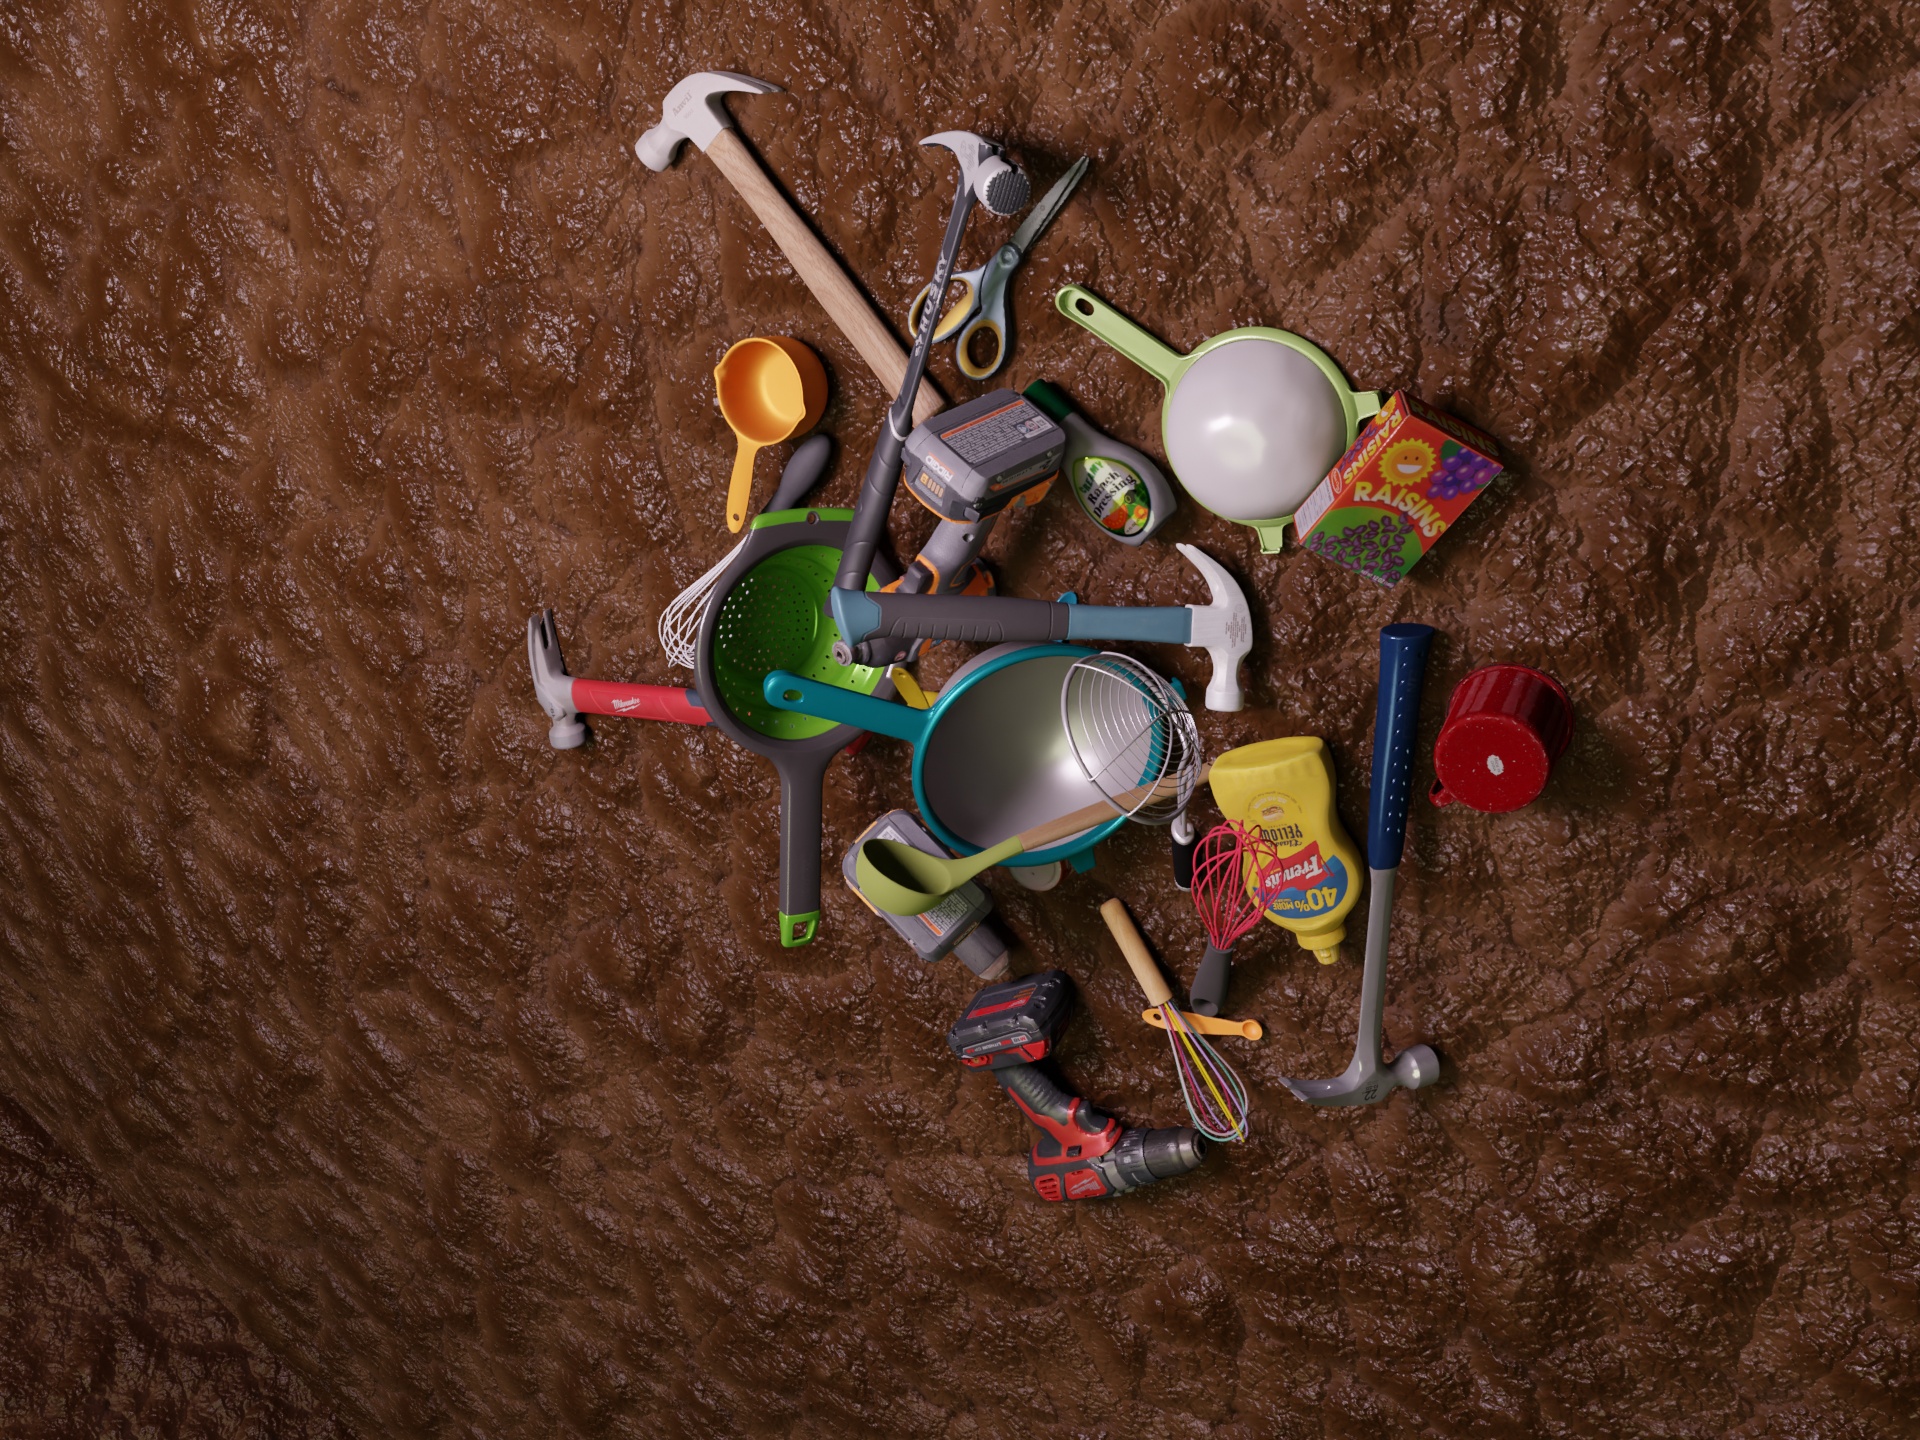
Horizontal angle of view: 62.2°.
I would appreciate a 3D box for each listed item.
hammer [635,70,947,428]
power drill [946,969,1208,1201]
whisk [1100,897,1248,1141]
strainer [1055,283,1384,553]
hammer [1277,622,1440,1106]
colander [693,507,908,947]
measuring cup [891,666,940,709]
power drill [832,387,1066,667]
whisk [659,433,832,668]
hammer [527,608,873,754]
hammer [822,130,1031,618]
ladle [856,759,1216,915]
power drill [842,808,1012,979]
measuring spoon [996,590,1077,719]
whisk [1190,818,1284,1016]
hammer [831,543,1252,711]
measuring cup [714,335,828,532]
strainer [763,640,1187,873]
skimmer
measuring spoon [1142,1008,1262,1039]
[{"bbox_3d":[-0.122,-0.377,1.279,0.130,0.031,0.331,-36,94,37],"label":"hammer"},{"bbox_3d":[0.111,0.350,1.492,0.188,0.080,0.226,-21,105,35],"label":"power drill"},{"bbox_3d":[0.190,0.269,1.418,0.051,0.047,0.245,-30,89,27],"label":"whisk"},{"bbox_3d":[0.167,-0.236,1.163,0.256,0.069,0.151,37,126,6],"label":"strainer"},{"bbox_3d":[0.326,0.124,1.242,0.035,0.144,0.405,-143,48,-59],"label":"hammer"},{"bbox_3d":[-0.155,0.004,1.405,0.095,0.204,0.397,27,118,54],"label":"colander"},{"bbox_3d":[-0.030,-0.023,1.353,0.062,0.029,0.156,10,161,17],"label":"measuring cup"},{"bbox_3d":[-0.018,-0.134,1.239,0.084,0.164,0.226,43,138,17],"label":"power drill"},{"bbox_3d":[-0.191,-0.146,1.420,0.070,0.070,0.284,42,122,4],"label":"whisk"},{"bbox_3d":[-0.253,-0.027,1.527,0.386,0.038,0.143,5,115,27],"label":"hammer"},{"bbox_3d":[-0.044,-0.251,1.229,0.149,0.036,0.408,-117,39,-48],"label":"hammer"},{"bbox_3d":[0.070,0.080,1.273,0.078,0.320,0.062,-125,19,-54],"label":"ladle"},{"bbox_3d":[-0.023,0.160,1.399,0.084,0.226,0.185,-44,87,-5],"label":"power drill"},{"bbox_3d":[0.067,-0.058,1.346,0.042,0.021,0.128,18,117,-15],"label":"measuring spoon"},{"bbox_3d":[0.216,0.171,1.303,0.073,0.073,0.295,23,147,17],"label":"whisk"},{"bbox_3d":[0.066,-0.074,1.201,0.331,0.033,0.128,1,98,-15],"label":"hammer"},{"bbox_3d":[-0.164,-0.243,1.351,0.095,0.052,0.173,28,121,20],"label":"measuring cup"},{"bbox_3d":[-0.002,-0.004,1.290,0.340,0.095,0.211,15,116,-22],"label":"strainer"},{"bbox_3d":[0.139,0.066,1.211,0.090,0.127,0.363,-10,154,5],"label":"skimmer"},{"bbox_3d":[0.218,0.271,1.432,0.117,0.011,0.021,1,112,33],"label":"measuring spoon"}]
